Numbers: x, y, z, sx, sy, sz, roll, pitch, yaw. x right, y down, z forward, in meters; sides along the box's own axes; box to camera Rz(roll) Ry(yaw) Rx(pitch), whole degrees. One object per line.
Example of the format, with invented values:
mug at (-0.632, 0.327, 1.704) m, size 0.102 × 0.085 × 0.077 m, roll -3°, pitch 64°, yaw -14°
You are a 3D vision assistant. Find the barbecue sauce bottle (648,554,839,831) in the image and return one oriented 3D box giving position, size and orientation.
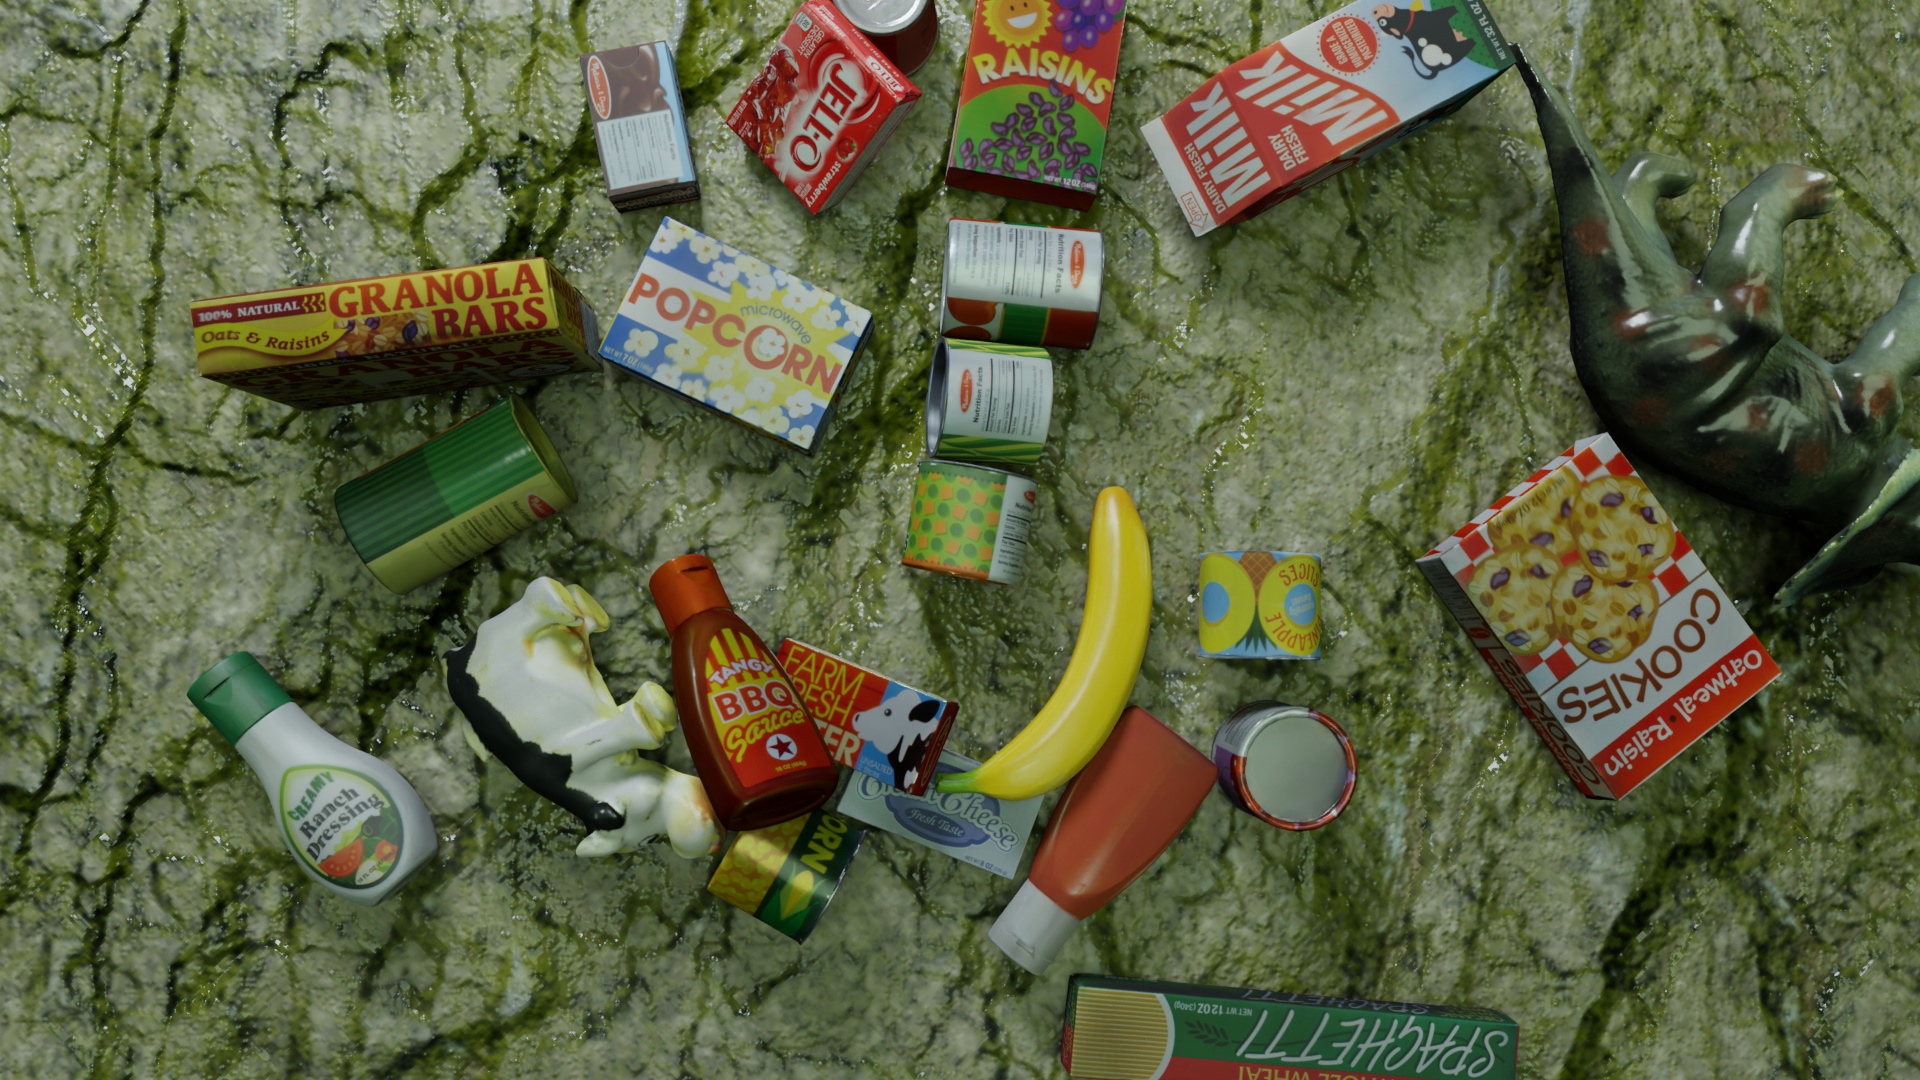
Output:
barbecue sauce bottle at (-0.120, 0.075, 0.720) m, size 0.065 × 0.043 × 0.149 m, roll -8°, pitch 55°, yaw -36°

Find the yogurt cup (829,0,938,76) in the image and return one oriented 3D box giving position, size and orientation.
yogurt cup at (-0.045, -0.296, 0.771) m, size 0.072 × 0.054 × 0.072 m, roll 0°, pitch 87°, yaw -4°

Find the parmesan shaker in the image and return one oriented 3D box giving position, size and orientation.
parmesan shaker at (-0.265, -0.025, 0.729) m, size 0.103 × 0.071 × 0.071 m, roll -29°, pitch 89°, yaw -5°

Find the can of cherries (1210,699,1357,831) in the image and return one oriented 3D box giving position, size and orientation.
can of cherries at (0.178, 0.124, 0.758) m, size 0.071 × 0.058 × 0.071 m, roll 0°, pitch 86°, yaw -4°

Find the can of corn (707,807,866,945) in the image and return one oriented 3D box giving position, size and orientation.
can of corn at (-0.091, 0.167, 0.730) m, size 0.058 × 0.071 × 0.071 m, roll 30°, pitch 85°, yaw -1°

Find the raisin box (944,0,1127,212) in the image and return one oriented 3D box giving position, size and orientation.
raisin box at (0.044, -0.256, 0.783) m, size 0.086 × 0.040 × 0.123 m, roll 9°, pitch 87°, yaw -3°

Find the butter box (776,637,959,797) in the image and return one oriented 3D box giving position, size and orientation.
butter box at (-0.057, 0.093, 0.740) m, size 0.103 × 0.024 × 0.053 m, roll 19°, pitch 82°, yaw 22°

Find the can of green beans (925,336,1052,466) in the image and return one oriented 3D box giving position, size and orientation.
can of green beans at (0.015, -0.075, 0.753) m, size 0.058 × 0.071 × 0.071 m, roll 5°, pitch 86°, yaw -10°

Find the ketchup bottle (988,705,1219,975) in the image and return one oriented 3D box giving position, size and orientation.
ketchup bottle at (0.073, 0.165, 0.755) m, size 0.065 × 0.043 × 0.149 m, roll 37°, pitch 85°, yaw 7°

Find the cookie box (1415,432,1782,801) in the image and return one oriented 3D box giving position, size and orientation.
cookie box at (0.360, 0.043, 0.786) m, size 0.123 × 0.040 × 0.167 m, roll -35°, pitch 88°, yaw -6°

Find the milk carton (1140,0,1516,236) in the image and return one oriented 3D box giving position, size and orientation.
milk carton at (0.199, -0.242, 0.776) m, size 0.191 × 0.073 × 0.072 m, roll -27°, pitch 89°, yaw -5°

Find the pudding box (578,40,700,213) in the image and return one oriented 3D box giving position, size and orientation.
pudding box at (-0.176, -0.229, 0.769) m, size 0.050 × 0.030 × 0.083 m, roll -12°, pitch 87°, yaw -4°

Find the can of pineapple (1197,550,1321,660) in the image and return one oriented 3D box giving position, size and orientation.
can of pineapple at (0.164, 0.036, 0.757) m, size 0.071 × 0.071 × 0.058 m, roll 1°, pitch 87°, yaw -4°

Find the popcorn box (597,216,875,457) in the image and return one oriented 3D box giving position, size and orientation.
popcorn box at (-0.121, -0.111, 0.761) m, size 0.127 × 0.038 × 0.085 m, roll 25°, pitch 85°, yaw -2°

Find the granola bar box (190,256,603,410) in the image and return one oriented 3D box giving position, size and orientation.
granola bar box at (-0.277, -0.103, 0.706) m, size 0.166 × 0.124 × 0.039 m, roll -8°, pitch 89°, yaw -5°

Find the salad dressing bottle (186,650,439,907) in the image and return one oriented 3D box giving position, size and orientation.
salad dressing bottle at (-0.340, 0.123, 0.727) m, size 0.064 × 0.044 × 0.147 m, roll -43°, pitch 90°, yaw -7°

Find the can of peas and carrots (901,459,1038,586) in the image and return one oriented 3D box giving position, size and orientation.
can of peas and carrots at (0.003, -0.009, 0.751) m, size 0.071 × 0.071 × 0.058 m, roll 10°, pitch 86°, yaw -3°

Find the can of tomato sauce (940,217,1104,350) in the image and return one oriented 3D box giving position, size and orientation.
can of tomato sauce at (0.032, -0.140, 0.762) m, size 0.083 × 0.071 × 0.071 m, roll 4°, pitch 86°, yaw -3°

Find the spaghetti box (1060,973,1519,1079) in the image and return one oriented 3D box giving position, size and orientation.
spaghetti box at (0.182, 0.276, 0.763) m, size 0.250 × 0.028 × 0.050 m, roll 6°, pitch 87°, yaw -4°

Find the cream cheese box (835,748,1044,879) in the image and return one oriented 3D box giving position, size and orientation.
cream cheese box at (-0.011, 0.141, 0.760) m, size 0.104 × 0.024 × 0.053 m, roll 22°, pitch 84°, yaw -3°
